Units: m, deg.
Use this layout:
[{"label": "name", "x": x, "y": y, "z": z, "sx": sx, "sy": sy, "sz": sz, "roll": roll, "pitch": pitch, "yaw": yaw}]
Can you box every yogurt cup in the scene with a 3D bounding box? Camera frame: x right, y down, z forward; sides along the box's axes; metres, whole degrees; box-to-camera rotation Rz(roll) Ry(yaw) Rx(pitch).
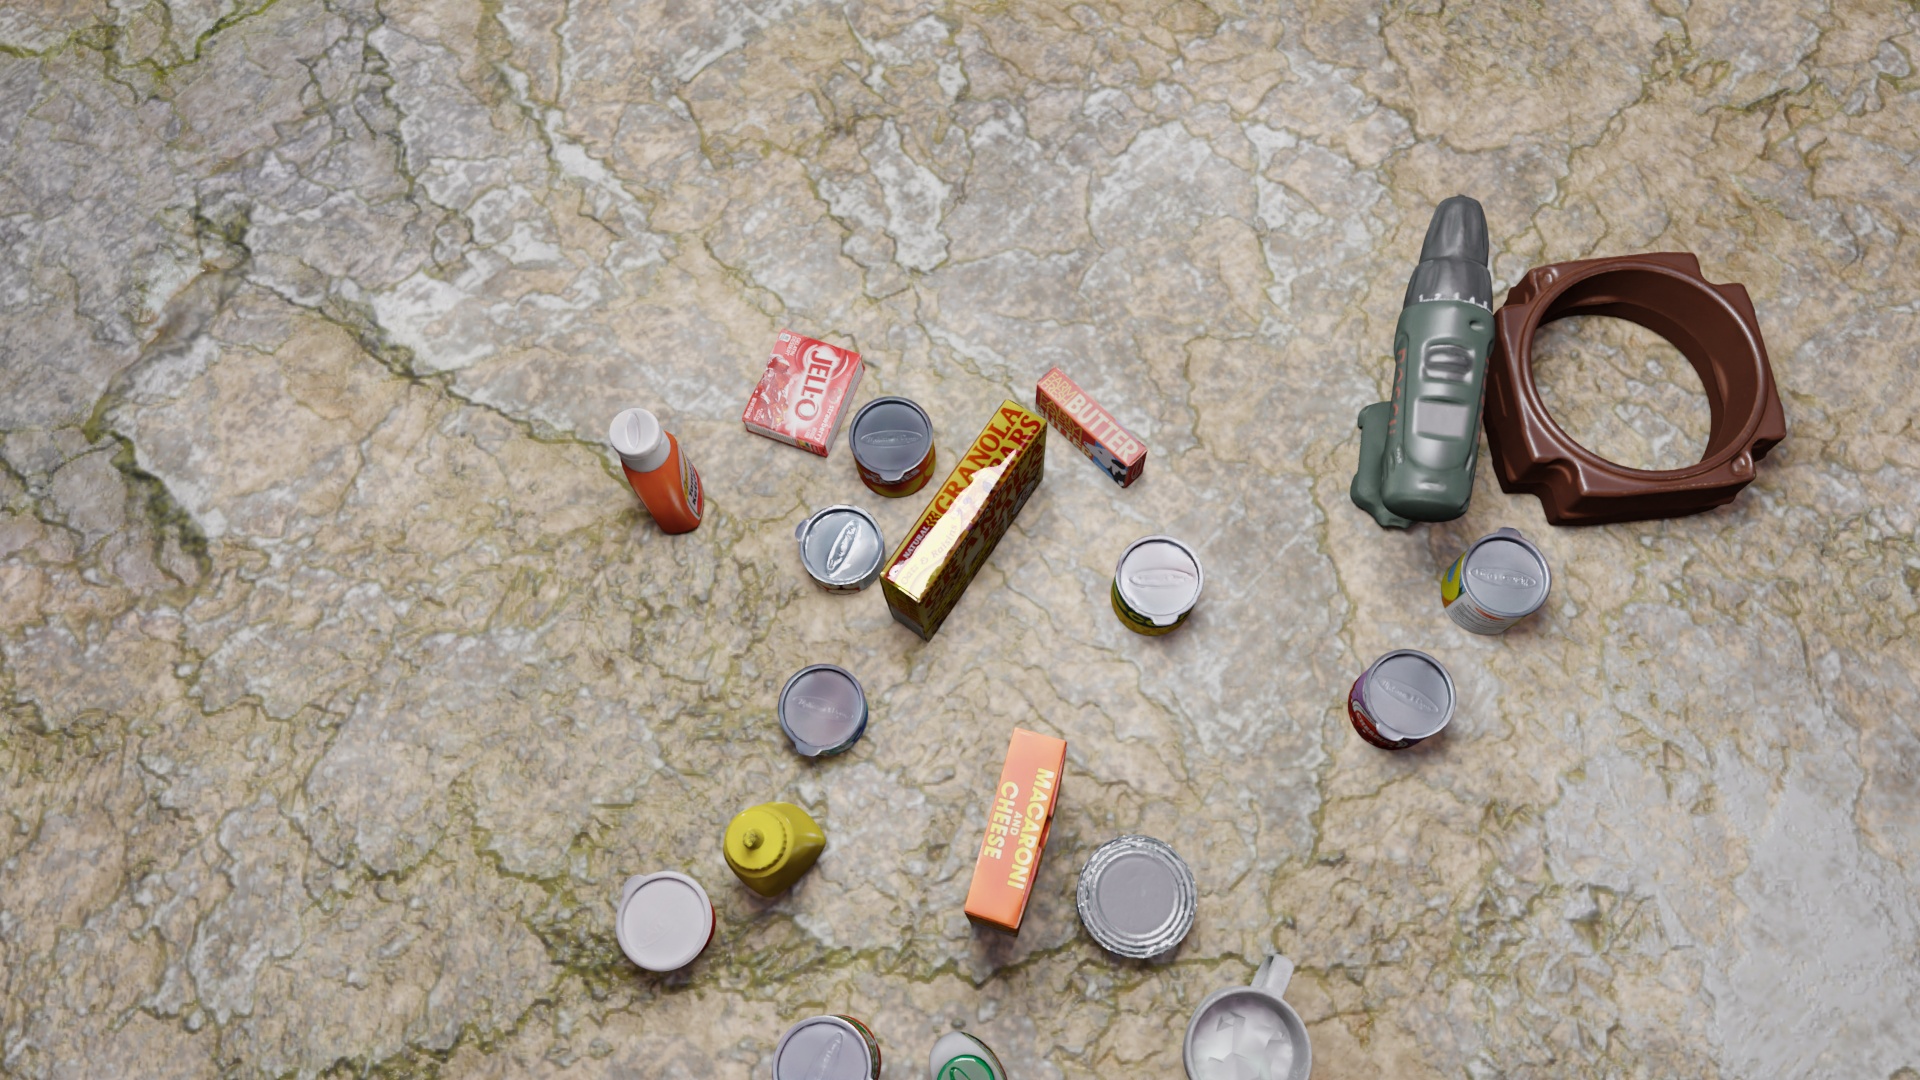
[{"label": "yogurt cup", "x": -0.208, "y": 0.274, "z": 0.999, "sx": 0.072, "sy": 0.053, "sz": 0.072, "roll": 0, "pitch": 72, "yaw": 1}]

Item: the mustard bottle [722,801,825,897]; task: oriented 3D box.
[{"label": "mustard bottle", "x": -0.133, "y": 0.210, "z": 0.962, "sx": 0.049, "sy": 0.159, "sz": 0.065, "roll": 43, "pitch": 78, "yaw": 13}]

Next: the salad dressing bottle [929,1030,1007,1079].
[{"label": "salad dressing bottle", "x": 0.005, "y": 0.357, "z": 0.917, "sx": 0.044, "sy": 0.147, "sz": 0.064, "roll": -37, "pitch": 75, "yaw": -9}]

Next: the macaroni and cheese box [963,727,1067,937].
[{"label": "macaroni and cheese box", "x": 0.039, "y": 0.205, "z": 0.956, "sx": 0.040, "sy": 0.166, "sz": 0.124, "roll": 15, "pitch": 73, "yaw": 6}]

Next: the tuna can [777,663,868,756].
[{"label": "tuna can", "x": -0.104, "y": 0.131, "z": 1.054, "sx": 0.071, "sy": 0.032, "sz": 0.071, "roll": 0, "pitch": 72, "yaw": 1}]

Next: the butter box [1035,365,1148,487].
[{"label": "butter box", "x": 0.103, "y": -0.090, "z": 1.110, "sx": 0.024, "sy": 0.053, "sz": 0.103, "roll": -43, "pitch": 76, "yaw": -11}]

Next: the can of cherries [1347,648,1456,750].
[{"label": "can of cherries", "x": 0.325, "y": 0.121, "z": 1.032, "sx": 0.071, "sy": 0.058, "sz": 0.071, "roll": 0, "pitch": 72, "yaw": 1}]

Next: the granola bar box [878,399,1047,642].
[{"label": "granola bar box", "x": 0.004, "y": -0.013, "z": 1.050, "sx": 0.039, "sy": 0.124, "sz": 0.166, "roll": 32, "pitch": 76, "yaw": 11}]

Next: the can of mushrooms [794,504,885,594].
[{"label": "can of mushrooms", "x": -0.094, "y": 0.006, "z": 1.094, "sx": 0.071, "sy": 0.033, "sz": 0.071, "roll": 0, "pitch": 72, "yaw": 1}]

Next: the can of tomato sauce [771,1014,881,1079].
[{"label": "can of tomato sauce", "x": -0.088, "y": 0.360, "z": 0.952, "sx": 0.071, "sy": 0.083, "sz": 0.071, "roll": 0, "pitch": 72, "yaw": 2}]

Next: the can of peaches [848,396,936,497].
[{"label": "can of peaches", "x": -0.053, "y": -0.071, "z": 1.106, "sx": 0.071, "sy": 0.058, "sz": 0.071, "roll": 0, "pitch": 72, "yaw": 1}]

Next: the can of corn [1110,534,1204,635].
[{"label": "can of corn", "x": 0.150, "y": 0.038, "z": 1.064, "sx": 0.071, "sy": 0.058, "sz": 0.071, "roll": 0, "pitch": 72, "yaw": 1}]

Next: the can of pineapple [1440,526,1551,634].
[{"label": "can of pineapple", "x": 0.408, "y": 0.032, "z": 1.059, "sx": 0.071, "sy": 0.057, "sz": 0.071, "roll": 0, "pitch": 72, "yaw": 1}]

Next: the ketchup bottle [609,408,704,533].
[{"label": "ketchup bottle", "x": -0.231, "y": -0.056, "z": 1.058, "sx": 0.043, "sy": 0.148, "sz": 0.065, "roll": -10, "pitch": 72, "yaw": -1}]
